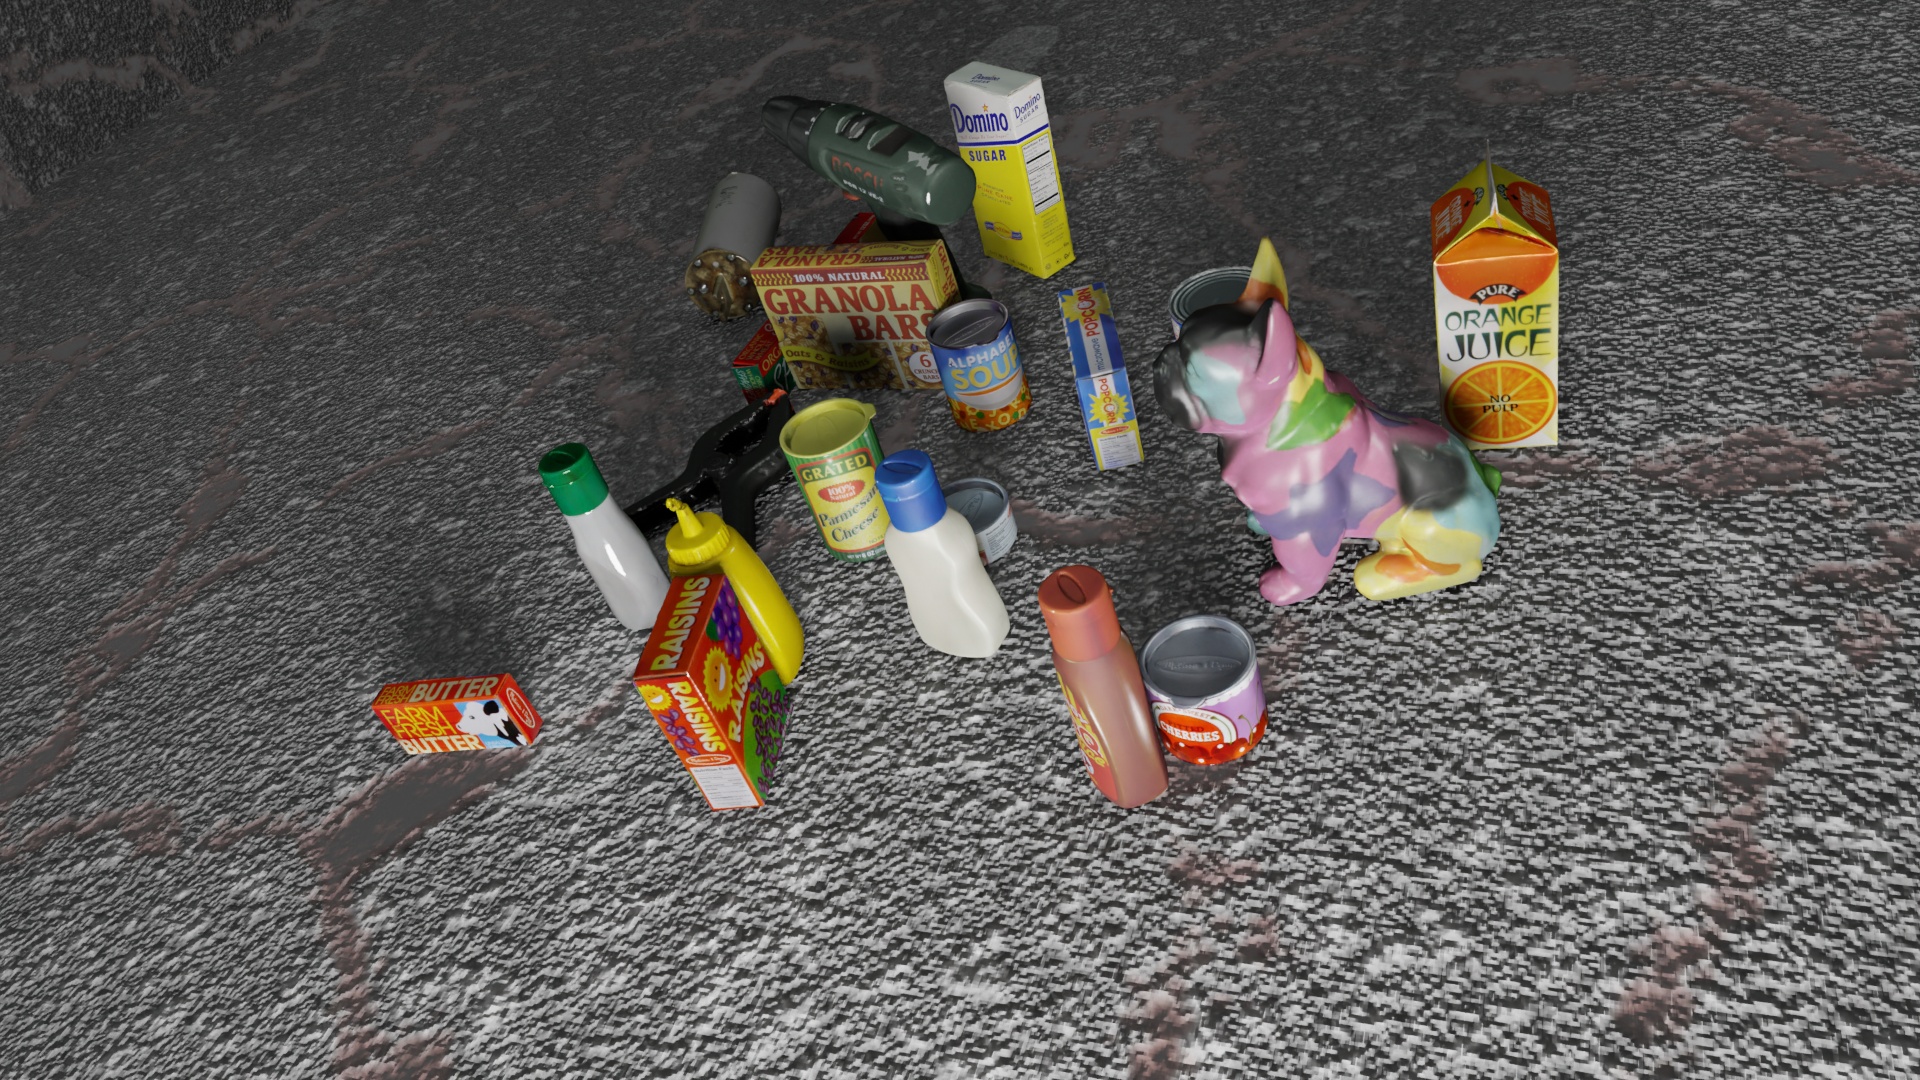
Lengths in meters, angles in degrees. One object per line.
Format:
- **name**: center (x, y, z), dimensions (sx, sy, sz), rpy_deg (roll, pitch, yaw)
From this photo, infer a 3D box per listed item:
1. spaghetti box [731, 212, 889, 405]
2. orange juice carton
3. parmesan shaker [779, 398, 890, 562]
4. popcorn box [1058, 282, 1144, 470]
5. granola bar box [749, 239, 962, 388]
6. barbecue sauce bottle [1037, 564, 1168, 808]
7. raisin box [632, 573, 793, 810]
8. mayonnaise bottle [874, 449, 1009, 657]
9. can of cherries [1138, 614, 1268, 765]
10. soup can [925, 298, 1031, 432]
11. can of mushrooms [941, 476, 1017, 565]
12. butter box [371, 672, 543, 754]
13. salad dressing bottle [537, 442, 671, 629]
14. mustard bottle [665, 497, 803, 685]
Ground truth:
- **spaghetti box**: center (-0.130, -0.213, 1.265), dimensions (0.028, 0.050, 0.251), rpy_deg (5, 44, 27)
- **orange juice carton**: center (0.341, -0.154, 0.887), dimensions (0.073, 0.191, 0.072), rpy_deg (-3, 42, 20)
- **parmesan shaker**: center (-0.079, -0.043, 1.001), dimensions (0.071, 0.102, 0.072), rpy_deg (-12, 39, 10)
- **popcorn box**: center (0.104, -0.124, 1.035), dimensions (0.038, 0.084, 0.127), rpy_deg (-13, 39, 8)
- **granola bar box**: center (-0.079, -0.184, 1.152), dimensions (0.165, 0.123, 0.039), rpy_deg (3, 44, 25)
- **barbecue sauce bottle**: center (0.077, 0.078, 0.757), dimensions (0.044, 0.147, 0.065), rpy_deg (-25, 39, -7)
- **raisin box**: center (-0.149, 0.093, 0.853), dimensions (0.040, 0.122, 0.086), rpy_deg (-6, 40, 16)
- **mayonnaise bottle**: center (-0.015, 0.010, 0.876), dimensions (0.065, 0.147, 0.041), rpy_deg (10, 47, 32)
- **can of cherries**: center (0.138, 0.087, 0.793), dimensions (0.071, 0.058, 0.072), rpy_deg (-12, 39, 10)
- **soup can**: center (0.017, -0.135, 1.086), dimensions (0.071, 0.083, 0.072), rpy_deg (-12, 39, 10)
- **can of mushrooms**: center (0.004, -0.012, 0.986), dimensions (0.071, 0.033, 0.071), rpy_deg (-12, 39, 10)
- **butter box**: center (-0.348, 0.120, 0.959), dimensions (0.103, 0.053, 0.024), rpy_deg (-6, 40, 16)
- **salad dressing bottle**: center (-0.251, -0.002, 0.988), dimensions (0.064, 0.147, 0.044), rpy_deg (20, 53, 39)
- **mustard bottle**: center (-0.152, 0.030, 0.900), dimensions (0.065, 0.159, 0.049), rpy_deg (-4, 41, 19)
